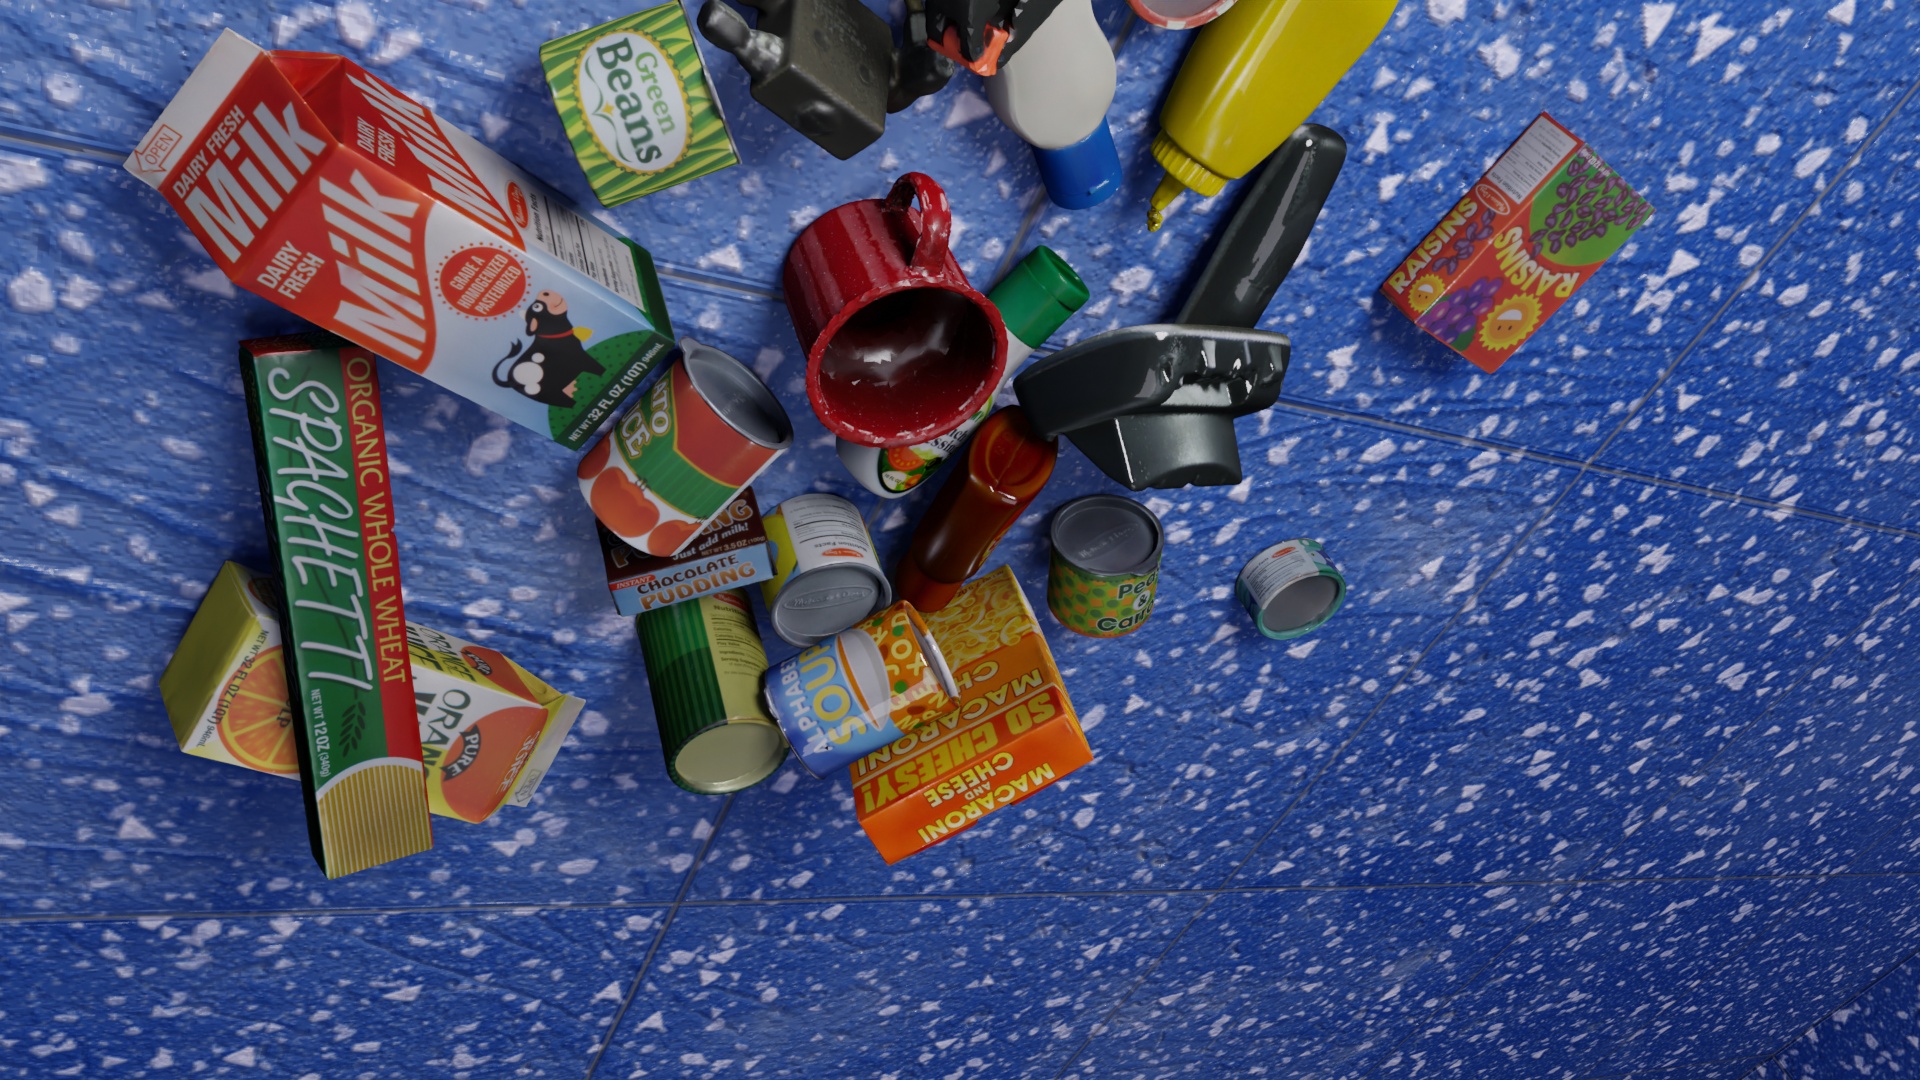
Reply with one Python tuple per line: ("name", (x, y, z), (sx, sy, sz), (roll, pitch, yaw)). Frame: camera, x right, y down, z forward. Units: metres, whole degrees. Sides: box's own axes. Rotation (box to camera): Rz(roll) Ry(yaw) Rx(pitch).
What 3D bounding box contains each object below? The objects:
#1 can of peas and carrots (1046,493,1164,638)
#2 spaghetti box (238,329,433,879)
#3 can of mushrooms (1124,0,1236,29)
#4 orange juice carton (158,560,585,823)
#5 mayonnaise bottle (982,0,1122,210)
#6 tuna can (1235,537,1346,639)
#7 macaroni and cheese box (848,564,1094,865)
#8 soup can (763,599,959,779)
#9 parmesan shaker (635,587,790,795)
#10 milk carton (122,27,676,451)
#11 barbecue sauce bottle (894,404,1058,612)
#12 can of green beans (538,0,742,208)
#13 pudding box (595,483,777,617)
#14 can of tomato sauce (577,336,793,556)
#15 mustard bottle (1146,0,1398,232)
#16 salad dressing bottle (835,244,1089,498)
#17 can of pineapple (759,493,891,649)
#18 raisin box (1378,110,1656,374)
("can of peas and carrots", (0.086, 0.017, 0.821), (0.071, 0.071, 0.058), (-13, 137, -13))
("spaghetti box", (-0.277, 0.032, 0.620), (0.050, 0.029, 0.249), (-13, 113, -36))
("can of mushrooms", (0.090, -0.251, 0.581), (0.071, 0.033, 0.070), (-13, 137, -12))
("orange juice carton", (-0.286, 0.084, 0.703), (0.192, 0.073, 0.072), (28, 92, -41))
("mayonnaise bottle", (0.034, -0.208, 0.594), (0.065, 0.041, 0.147), (-31, 139, -2))
("tuna can", (0.222, 0.034, 0.928), (0.071, 0.033, 0.070), (-12, 136, -12))
("macaroni and cheese box", (-0.004, 0.093, 0.782), (0.124, 0.167, 0.040), (-28, 118, 4))
("soup can", (-0.052, 0.077, 0.732), (0.084, 0.071, 0.071), (-28, 138, 5))
("parmesan shaker", (-0.138, 0.078, 0.756), (0.071, 0.103, 0.071), (-13, 136, -12))
("milk carton", (-0.213, -0.118, 0.547), (0.072, 0.074, 0.190), (-42, 135, 19))
("barbecue sauce bottle", (0.003, -0.009, 0.750), (0.043, 0.065, 0.147), (32, 144, -2))
("can of green beans", (-0.124, -0.170, 0.541), (0.058, 0.071, 0.071), (-20, 138, -4))
("pudding box", (-0.142, 0.003, 0.719), (0.084, 0.050, 0.030), (-14, 138, -10))
("can of tomato sauce", (-0.133, -0.044, 0.664), (0.083, 0.071, 0.071), (-42, 135, 19))
("mustard bottle", (0.130, -0.208, 0.631), (0.065, 0.049, 0.159), (16, 125, -35))
("salad dressing bottle", (0.001, -0.084, 0.699), (0.147, 0.044, 0.064), (-44, 146, 20))
("can of pineapple", (-0.078, 0.018, 0.756), (0.071, 0.058, 0.070), (-13, 136, -12))
("raisin box", (0.306, -0.161, 0.766), (0.086, 0.040, 0.123), (19, 121, -38))
